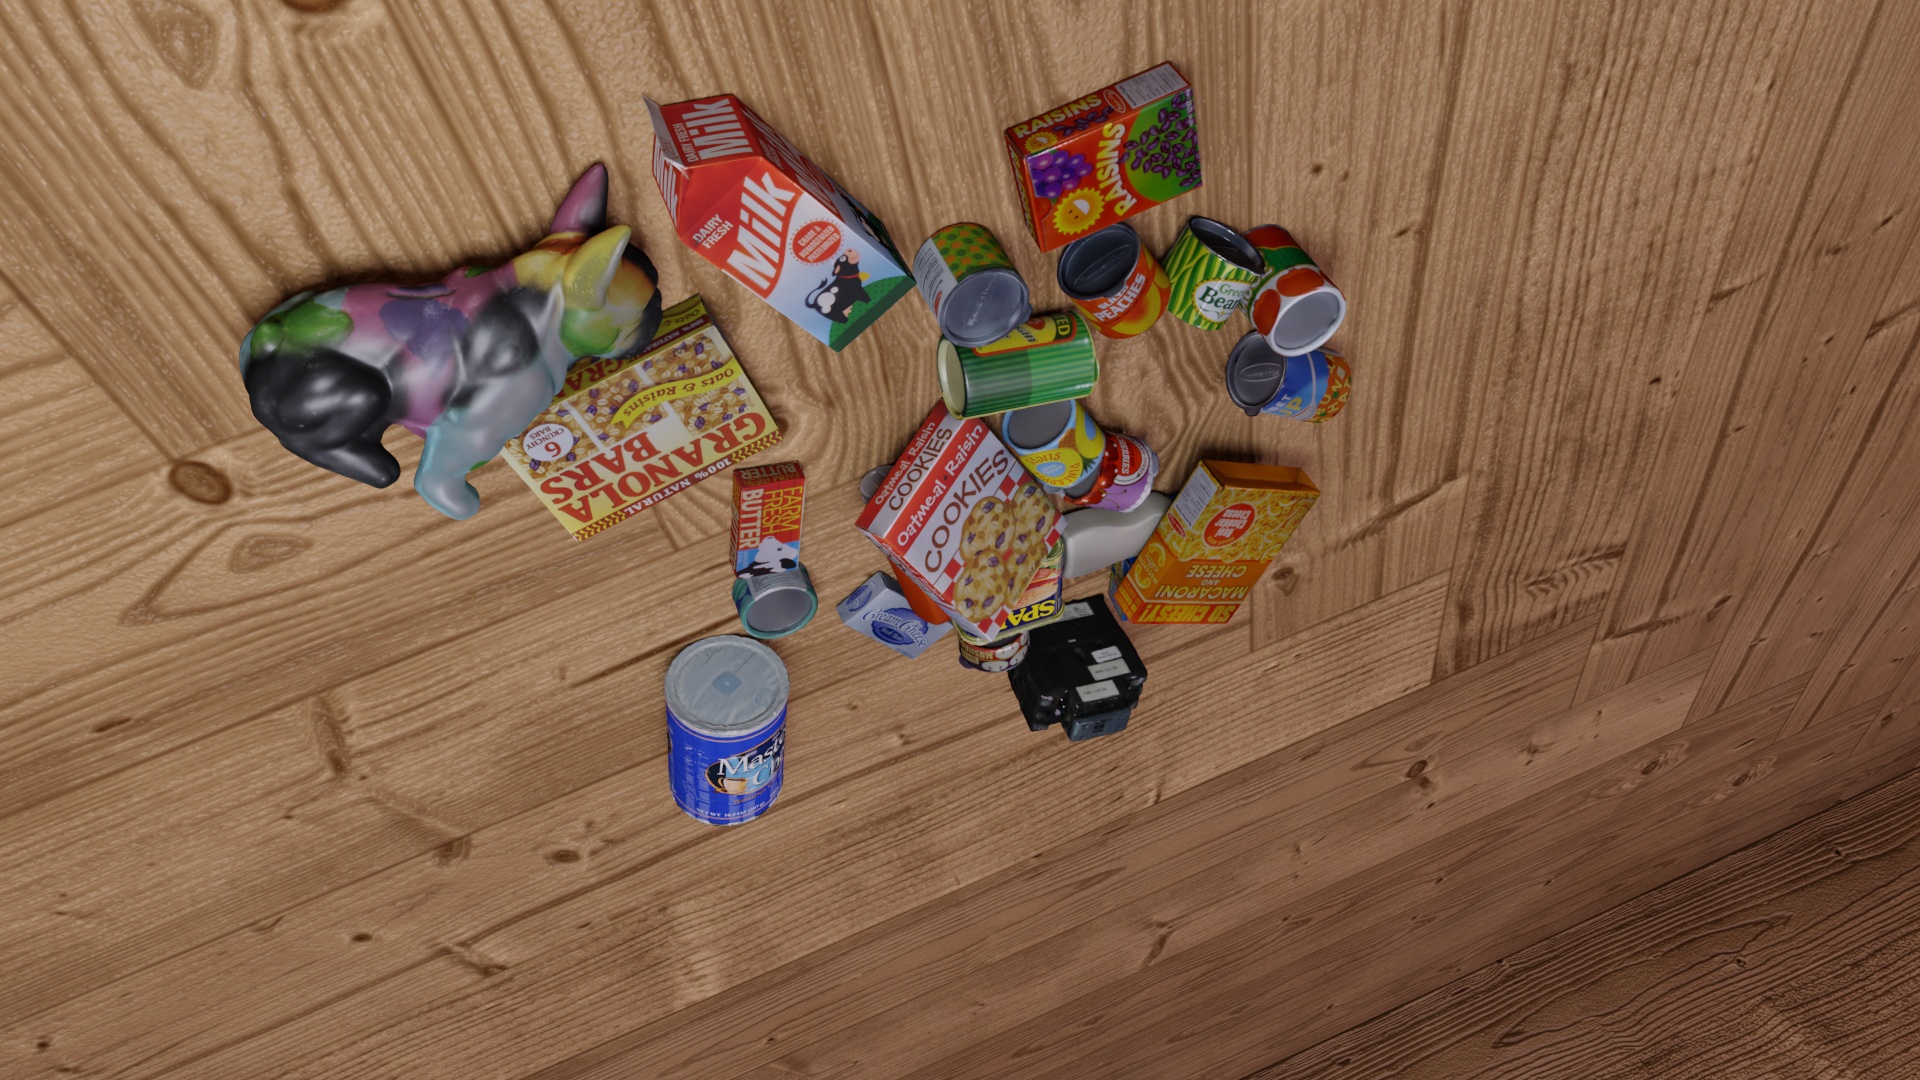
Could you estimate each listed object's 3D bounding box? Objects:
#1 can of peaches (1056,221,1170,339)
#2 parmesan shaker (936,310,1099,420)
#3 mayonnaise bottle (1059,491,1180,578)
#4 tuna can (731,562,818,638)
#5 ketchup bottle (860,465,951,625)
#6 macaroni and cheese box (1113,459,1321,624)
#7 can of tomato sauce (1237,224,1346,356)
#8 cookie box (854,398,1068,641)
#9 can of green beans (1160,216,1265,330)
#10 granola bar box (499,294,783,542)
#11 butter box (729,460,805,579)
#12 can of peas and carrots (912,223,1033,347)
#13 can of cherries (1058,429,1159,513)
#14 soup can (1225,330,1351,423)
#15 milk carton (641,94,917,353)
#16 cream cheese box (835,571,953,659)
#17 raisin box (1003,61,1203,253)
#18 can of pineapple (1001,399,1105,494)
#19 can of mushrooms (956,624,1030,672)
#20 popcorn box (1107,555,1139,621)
[{"bbox_3d":[0.112,-0.186,1.006,0.071,0.071,0.058,-37,141,12],"label":"can of peaches"},{"bbox_3d":[0.042,-0.129,1.030,0.103,0.071,0.071,-13,139,-17],"label":"parmesan shaker"},{"bbox_3d":[0.156,-0.013,1.251,0.148,0.041,0.064,-17,141,-14],"label":"mayonnaise bottle"},{"bbox_3d":[-0.153,0.050,1.150,0.071,0.033,0.070,-16,140,-14],"label":"tuna can"},{"bbox_3d":[-0.042,0.003,1.141,0.043,0.065,0.148,-34,134,-11],"label":"ketchup bottle"},{"bbox_3d":[0.229,0.004,1.247,0.124,0.040,0.165,2,132,-34],"label":"macaroni and cheese box"},{"bbox_3d":[0.244,-0.191,1.066,0.071,0.083,0.070,-16,140,-14],"label":"can of tomato sauce"},{"bbox_3d":[0.004,-0.014,1.107,0.123,0.040,0.167,-57,135,-13],"label":"cookie box"},{"bbox_3d":[0.183,-0.199,1.036,0.071,0.071,0.057,6,132,-34],"label":"can of green beans"},{"bbox_3d":[-0.223,-0.082,0.958,0.165,0.039,0.123,-27,141,0],"label":"granola bar box"},{"bbox_3d":[-0.151,-0.016,1.085,0.053,0.024,0.103,-10,139,-21],"label":"butter box"},{"bbox_3d":[0.009,-0.178,0.966,0.071,0.059,0.070,-16,141,-14],"label":"can of peas and carrots"},{"bbox_3d":[0.120,-0.060,1.154,0.058,0.072,0.071,9,130,-35],"label":"can of cherries"},{"bbox_3d":[0.274,-0.133,1.159,0.084,0.071,0.071,7,130,-35],"label":"soup can"},{"bbox_3d":[-0.120,-0.201,0.856,0.073,0.072,0.190,-40,140,16],"label":"milk carton"},{"bbox_3d":[-0.057,0.067,1.231,0.053,0.024,0.103,-41,140,15],"label":"cream cheese box"},{"bbox_3d":[0.099,-0.258,0.943,0.123,0.040,0.085,-23,142,-3],"label":"raisin box"},{"bbox_3d":[0.074,-0.082,1.102,0.071,0.071,0.057,-35,140,10],"label":"can of pineapple"},{"bbox_3d":[0.028,0.086,1.266,0.071,0.071,0.033,-18,140,-11],"label":"can of mushrooms"},{"bbox_3d":[0.206,0.021,1.319,0.127,0.038,0.084,-16,141,-13],"label":"popcorn box"}]
